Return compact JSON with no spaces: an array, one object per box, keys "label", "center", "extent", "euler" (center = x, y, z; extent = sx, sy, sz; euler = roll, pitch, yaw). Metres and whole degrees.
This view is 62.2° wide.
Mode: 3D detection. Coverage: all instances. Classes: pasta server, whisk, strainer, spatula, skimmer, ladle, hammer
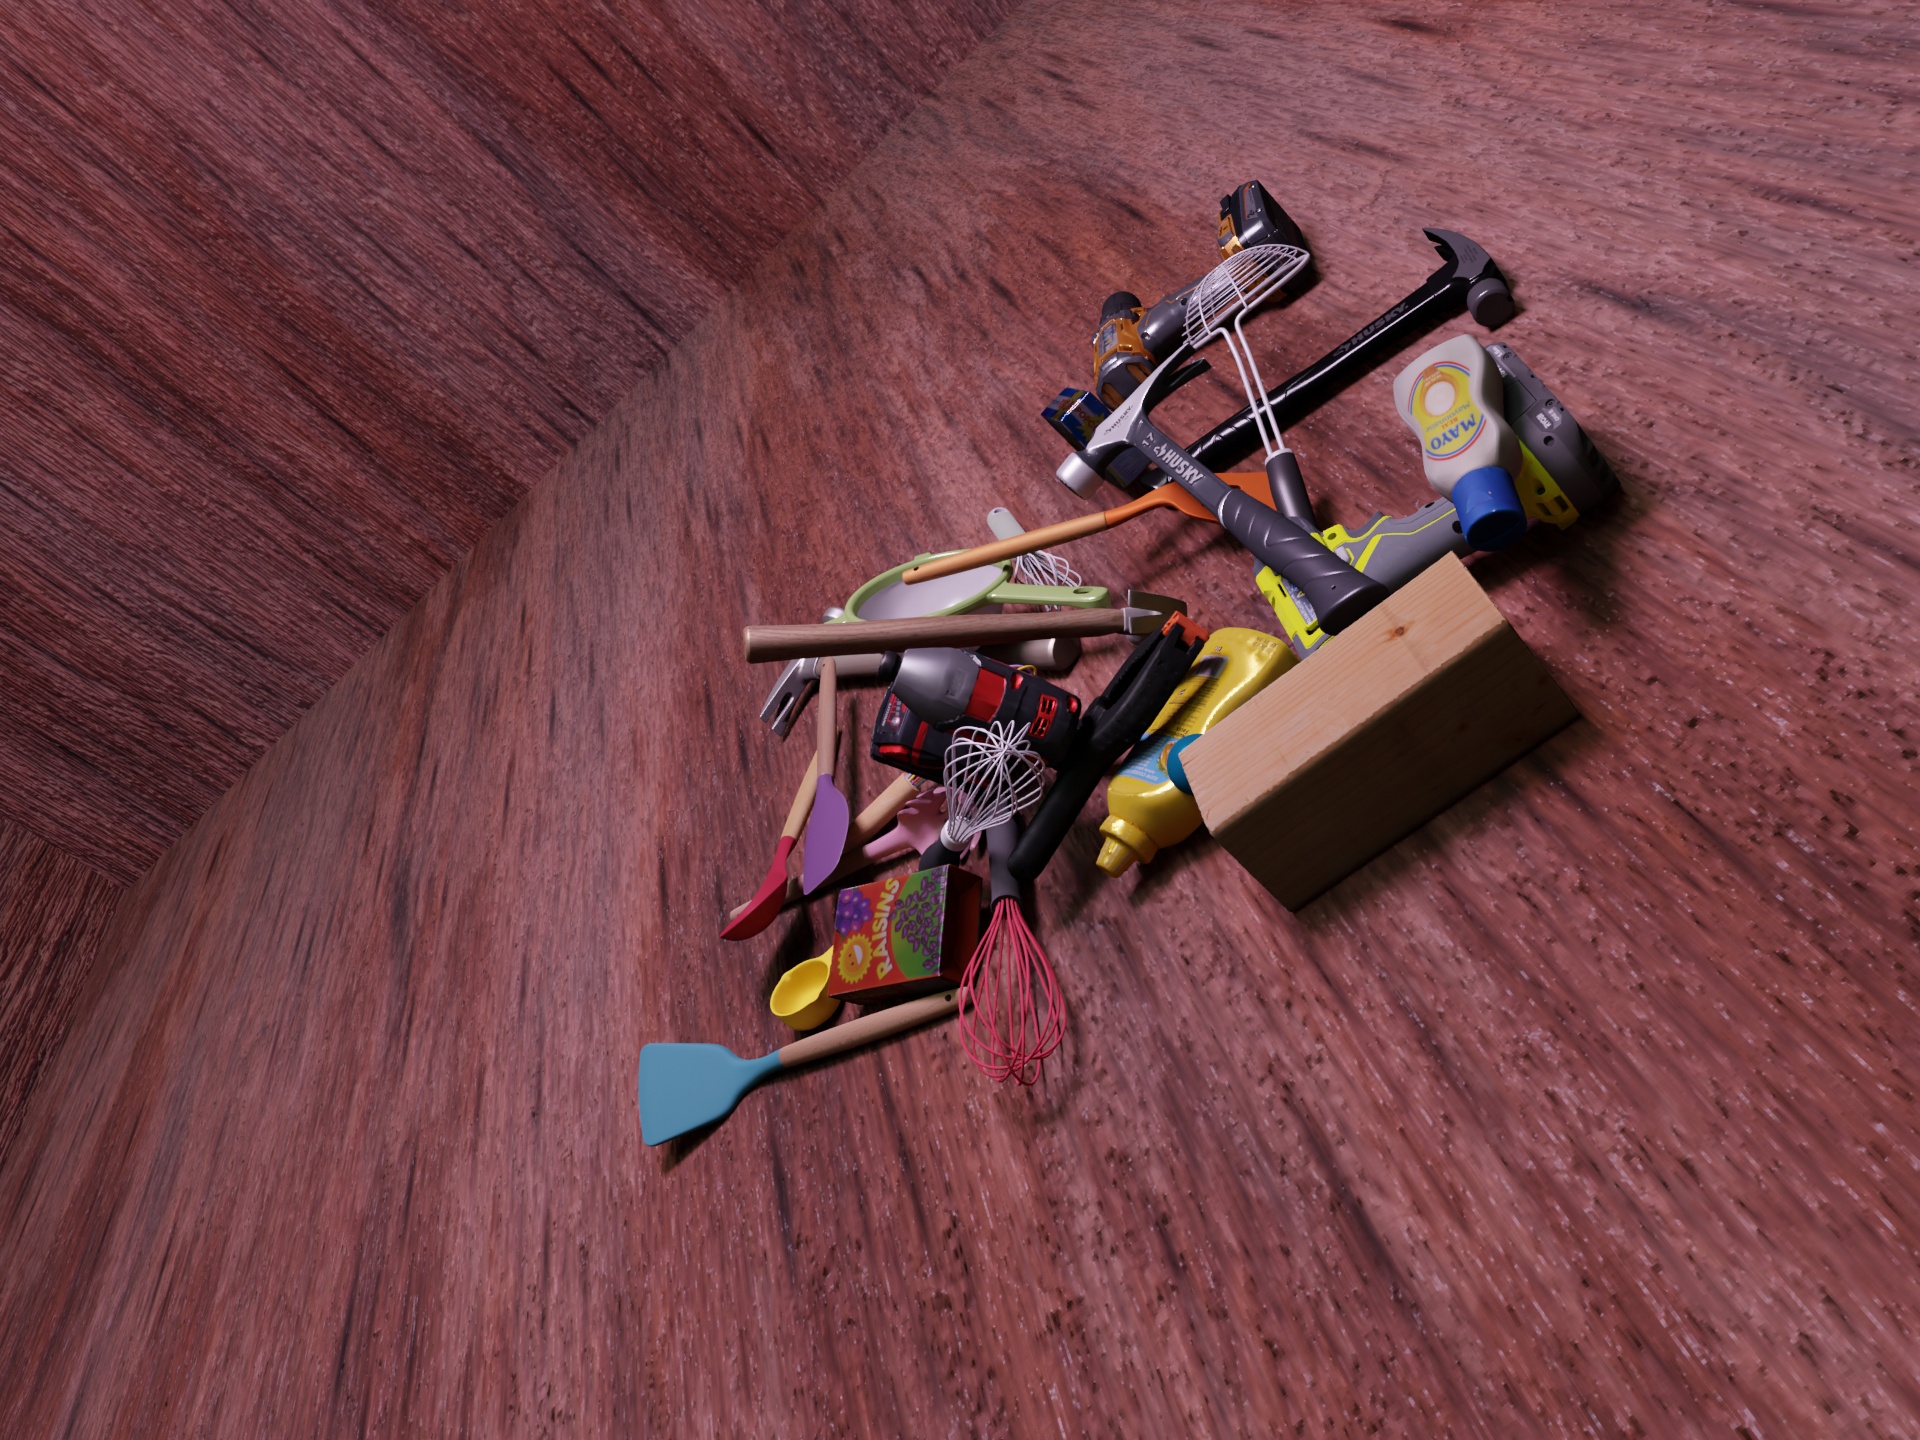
[{"label":"pasta server","center":[-0.095,0.122,1.331],"extent":[0.316,0.060,0.040],"euler":[-27,8,37]},{"label":"whisk","center":[0.033,0.143,1.111],"extent":[0.073,0.073,0.296],"euler":[-36,25,20]},{"label":"strainer","center":[0.022,-0.084,1.340],"extent":[0.256,0.069,0.151],"euler":[5,33,38]},{"label":"spatula","center":[0.102,-0.151,1.307],"extent":[0.322,0.041,0.081],"euler":[-14,39,22]},{"label":"whisk","center":[0.060,-0.151,1.461],"extent":[0.058,0.059,0.247],"euler":[-10,25,-7]},{"label":"skimmer","center":[0.255,-0.241,1.260],"extent":[0.127,0.090,0.364],"euler":[-33,50,32]},{"label":"spatula","center":[-0.118,0.035,1.410],"extent":[0.059,0.018,0.316],"euler":[-44,28,24]},{"label":"ladle","center":[-0.148,0.092,1.406],"extent":[0.069,0.031,0.316],"euler":[-39,18,29]},{"label":"hammer","center":[0.191,-0.161,1.136],"extent":[0.149,0.036,0.409],"euler":[-48,31,10]},{"label":"hammer","center":[0.289,-0.283,1.319],"extent":[0.334,0.035,0.146],"euler":[-33,32,25]},{"label":"spatula","center":[-0.121,0.249,1.202],"extent":[0.317,0.044,0.082],"euler":[-25,59,32]},{"label":"whisk","center":[-0.023,0.039,1.343],"extent":[0.245,0.051,0.047],"euler":[-44,4,15]},{"label":"hammer","center":[0.007,-0.066,1.173],"extent":[0.130,0.331,0.031],"euler":[160,106,-81]},{"label":"whisk","center":[0.005,0.071,1.130],"extent":[0.070,0.070,0.284],"euler":[-62,-1,-25]},{"label":"hammer","center":[-0.042,-0.050,1.473],"extent":[0.411,0.038,0.146],"euler":[0,52,53]}]

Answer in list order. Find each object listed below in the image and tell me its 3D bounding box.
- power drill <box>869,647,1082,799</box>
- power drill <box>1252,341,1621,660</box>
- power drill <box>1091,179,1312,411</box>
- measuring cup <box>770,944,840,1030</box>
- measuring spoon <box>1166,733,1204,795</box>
[{"label":"power drill","center":[-0.002,-0.004,1.179],"extent":[0.219,0.143,0.078],"euler":[139,151,-78]},{"label":"power drill","center":[0.302,-0.138,1.061],"extent":[0.223,0.080,0.171],"euler":[-39,40,19]},{"label":"power drill","center":[0.219,-0.414,1.536],"extent":[0.226,0.084,0.186],"euler":[-37,28,28]},{"label":"measuring cup","center":[-0.084,0.185,1.261],"extent":[0.156,0.029,0.062],"euler":[-43,27,-17]},{"label":"measuring spoon","center":[0.196,0.018,1.024],"extent":[0.128,0.021,0.042],"euler":[-11,71,7]}]
